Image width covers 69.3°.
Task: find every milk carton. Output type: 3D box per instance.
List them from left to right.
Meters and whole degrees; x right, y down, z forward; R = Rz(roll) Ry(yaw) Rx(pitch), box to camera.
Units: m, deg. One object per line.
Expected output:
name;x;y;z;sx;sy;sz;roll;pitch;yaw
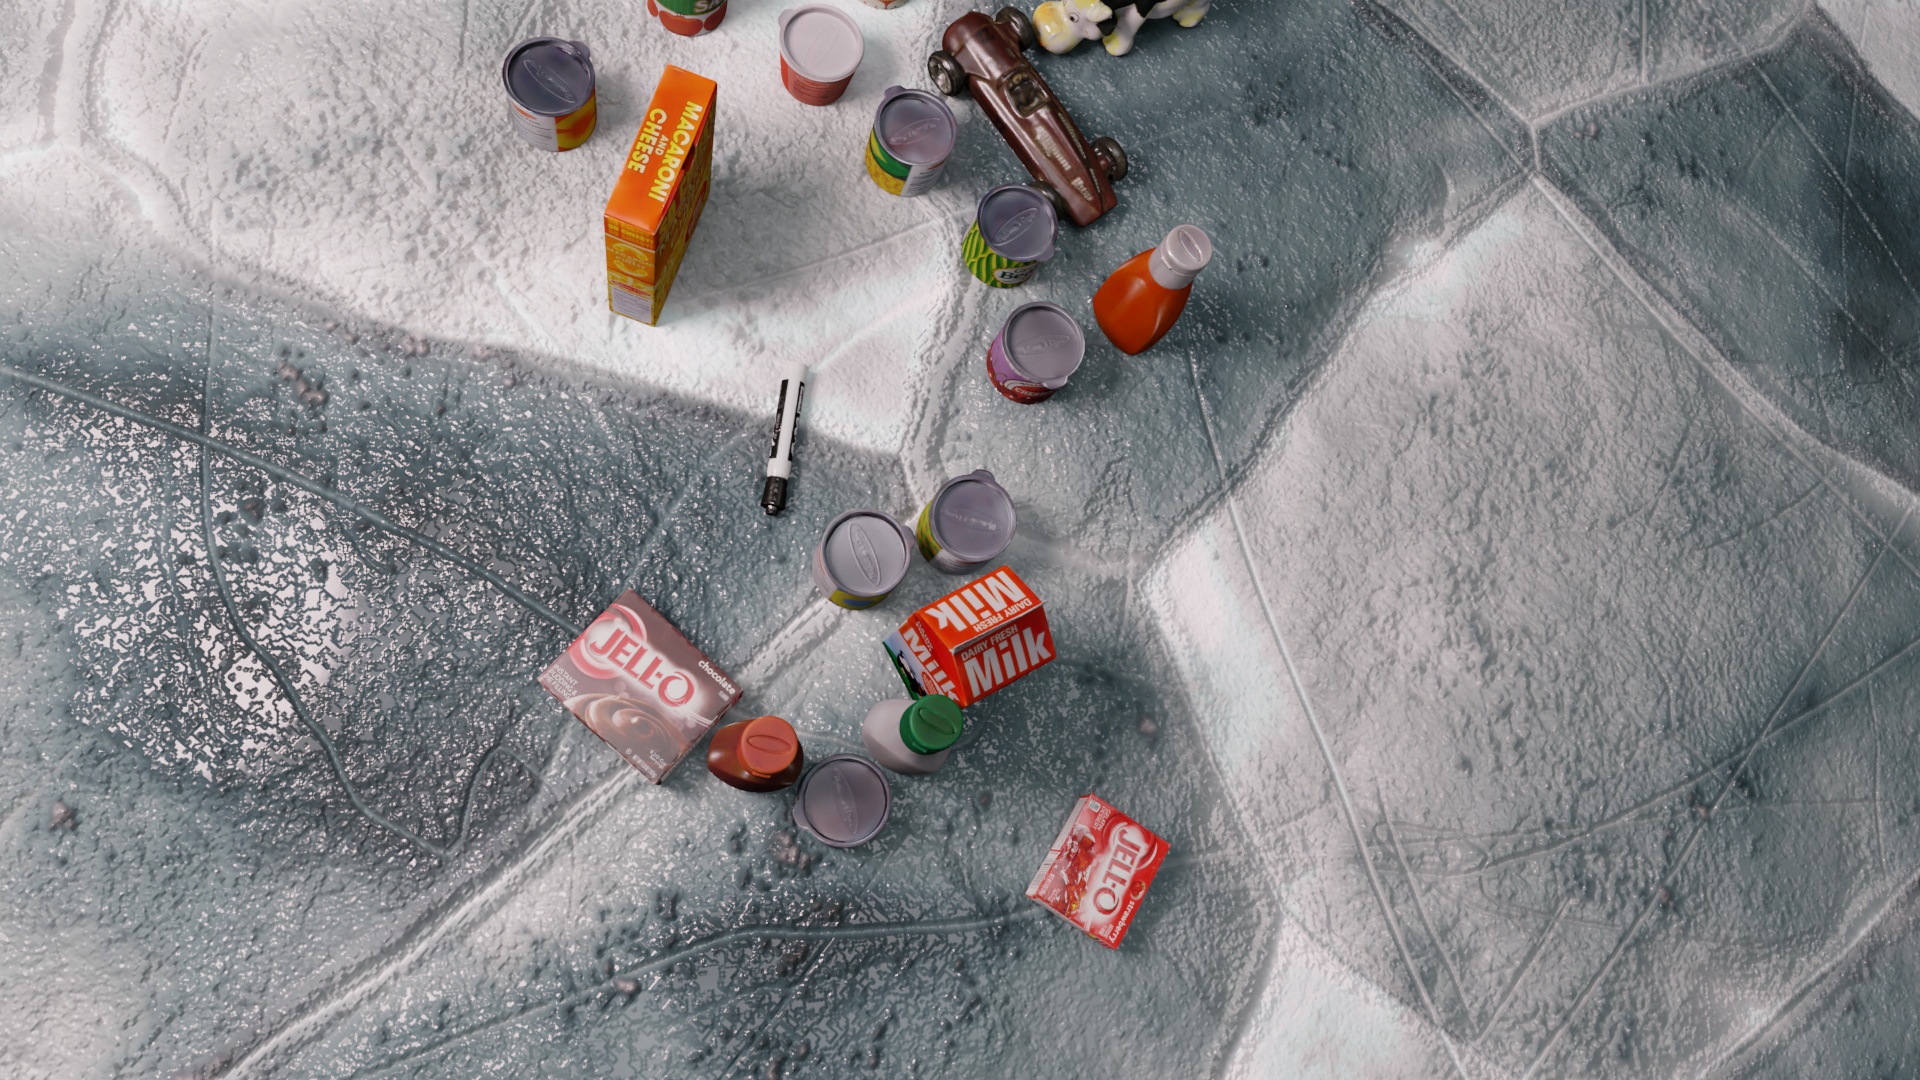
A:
milk carton;0.006;0.073;0.958;0.072;0.190;0.073;-27;84;-17

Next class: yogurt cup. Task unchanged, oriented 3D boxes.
yogurt cup;-0.114;-0.386;1.112;0.072;0.053;0.072;3;76;-12

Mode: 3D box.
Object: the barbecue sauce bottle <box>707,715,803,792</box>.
barbecue sauce bottle;-0.134;0.143;0.931;0.065;0.148;0.044;15;75;-9

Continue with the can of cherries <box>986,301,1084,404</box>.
can of cherries;0.058;-0.144;1.092;0.071;0.058;0.071;3;76;-12

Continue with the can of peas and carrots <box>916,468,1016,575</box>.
can of peas and carrots;0.004;-0.013;1.048;0.071;0.058;0.071;3;76;-12

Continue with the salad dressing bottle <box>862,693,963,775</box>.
salad dressing bottle;-0.031;0.132;0.958;0.064;0.147;0.044;33;72;-4

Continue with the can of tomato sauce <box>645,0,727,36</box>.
can of tomato sauce;-0.212;-0.445;1.089;0.071;0.083;0.071;3;77;-12

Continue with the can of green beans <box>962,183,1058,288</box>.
can of green beans;0.039;-0.243;1.111;0.071;0.057;0.071;3;76;-12

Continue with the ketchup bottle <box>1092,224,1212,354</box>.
ketchup bottle;0.150;-0.197;1.078;0.044;0.148;0.065;-33;86;-18

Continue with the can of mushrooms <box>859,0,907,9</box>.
can of mushrooms;-0.067;-0.480;1.157;0.071;0.033;0.071;3;76;-12

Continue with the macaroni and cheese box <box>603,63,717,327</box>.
macaroni and cheese box;-0.214;-0.242;0.996;0.040;0.166;0.124;20;74;-8

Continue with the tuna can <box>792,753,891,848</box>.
tuna can;-0.087;0.187;0.992;0.071;0.032;0.071;3;76;-12

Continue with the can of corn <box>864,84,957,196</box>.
can of corn;-0.042;-0.319;1.111;0.071;0.058;0.071;3;76;-12

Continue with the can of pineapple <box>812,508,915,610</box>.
can of pineapple;-0.072;0.015;1.024;0.071;0.057;0.071;3;76;-12

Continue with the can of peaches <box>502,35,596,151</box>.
can of peaches;-0.308;-0.339;1.054;0.071;0.058;0.071;3;76;-12
